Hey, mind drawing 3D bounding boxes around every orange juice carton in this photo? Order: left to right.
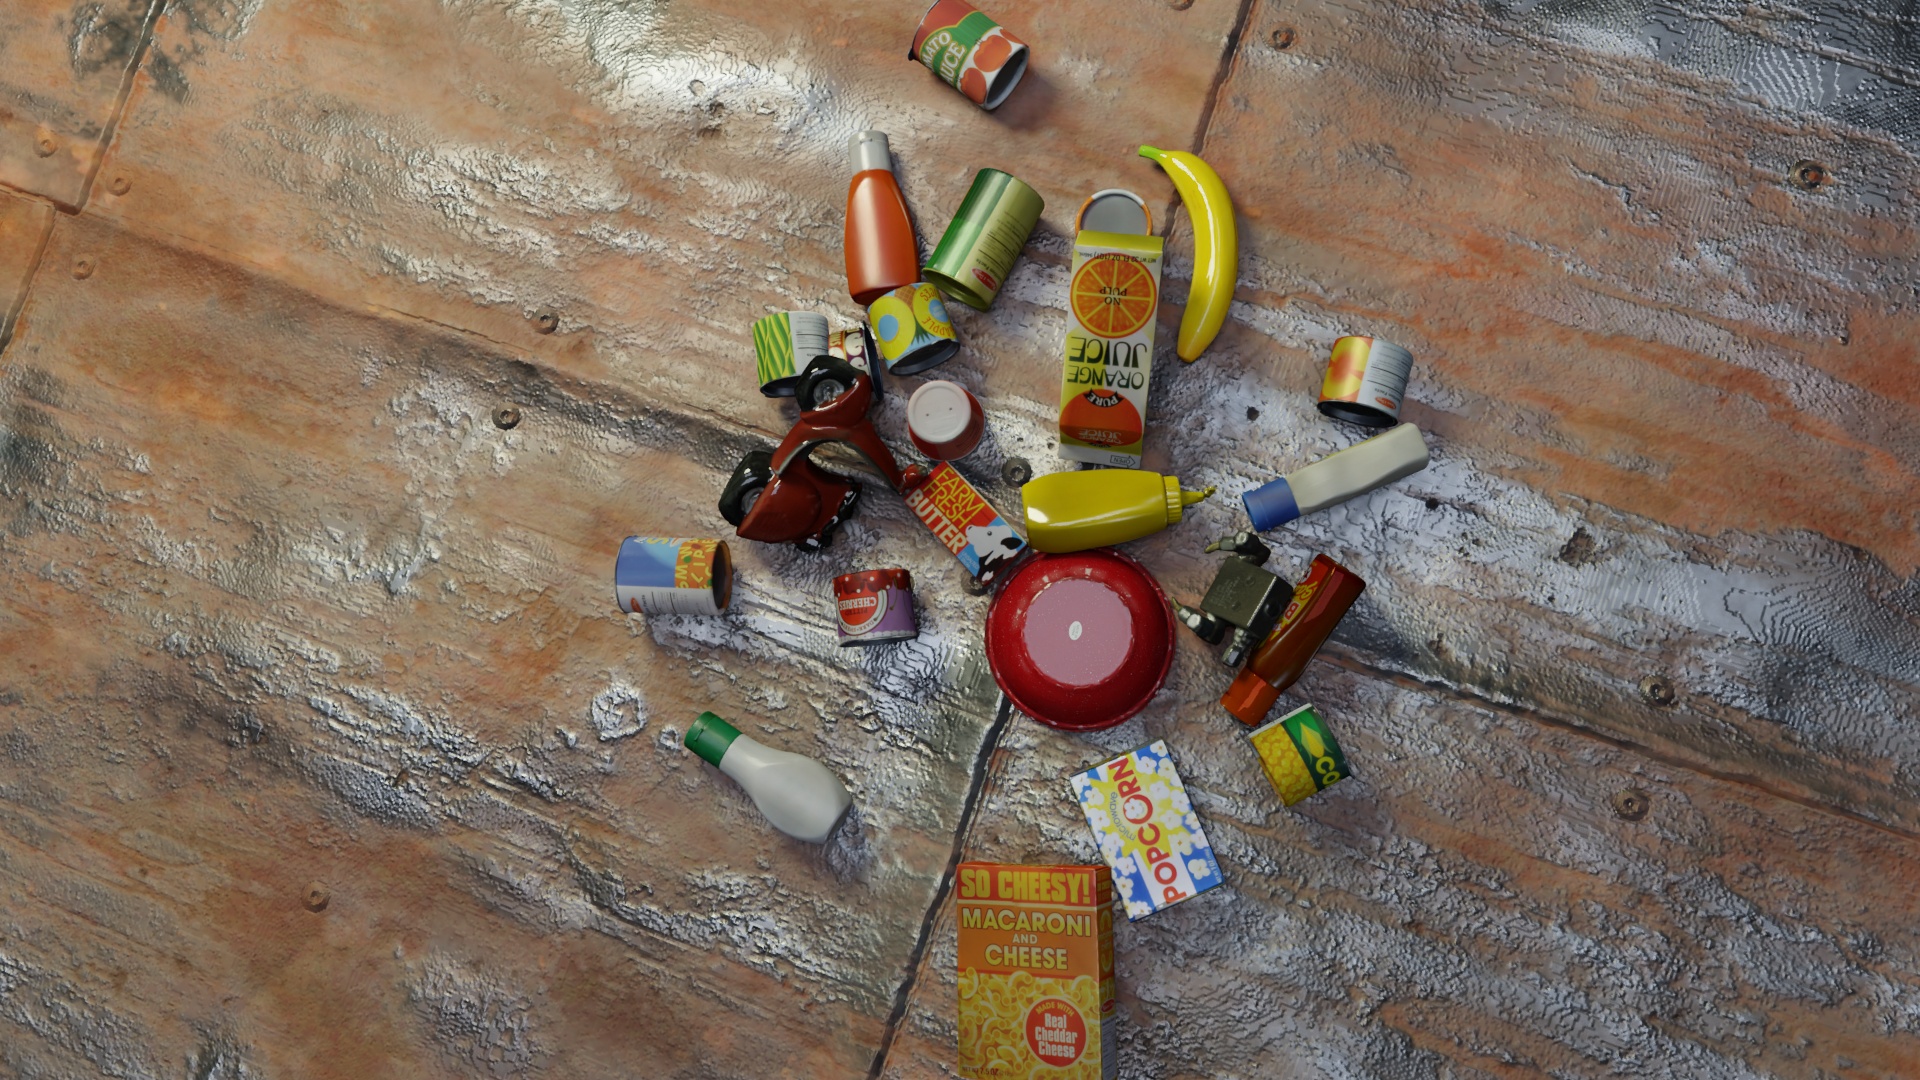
[{"bbox_3d":[0.122,-0.153,1.145,0.072,0.073,0.191,6,113,7],"label":"orange juice carton"}]

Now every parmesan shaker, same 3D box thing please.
[{"bbox_3d":[0.022,-0.258,1.197,0.071,0.071,0.103,28,86,9],"label":"parmesan shaker"}]

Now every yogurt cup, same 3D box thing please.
[{"bbox_3d":[-0.015,-0.104,1.184,0.072,0.054,0.072,-1,83,6],"label":"yogurt cup"}]

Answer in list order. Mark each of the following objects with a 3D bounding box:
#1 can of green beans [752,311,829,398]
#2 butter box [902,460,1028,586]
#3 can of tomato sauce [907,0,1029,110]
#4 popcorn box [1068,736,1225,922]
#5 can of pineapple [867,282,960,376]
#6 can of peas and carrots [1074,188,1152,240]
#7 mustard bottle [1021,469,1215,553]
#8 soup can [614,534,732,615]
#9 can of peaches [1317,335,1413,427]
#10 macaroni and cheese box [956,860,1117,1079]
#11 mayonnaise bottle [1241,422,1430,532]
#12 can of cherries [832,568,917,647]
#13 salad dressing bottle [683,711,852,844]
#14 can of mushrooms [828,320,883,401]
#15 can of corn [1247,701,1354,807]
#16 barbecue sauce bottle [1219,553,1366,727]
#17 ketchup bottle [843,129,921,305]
[{"bbox_3d":[-0.144,-0.160,1.199,0.071,0.071,0.058,-9,81,5],"label":"can of green beans"},{"bbox_3d":[0.004,-0.015,1.185,0.053,0.024,0.103,-44,81,-1],"label":"butter box"},{"bbox_3d":[0.008,-0.427,1.217,0.083,0.071,0.071,38,88,9],"label":"can of tomato sauce"},{"bbox_3d":[0.151,0.234,1.129,0.085,0.038,0.127,-24,81,4],"label":"popcorn box"},{"bbox_3d":[-0.039,-0.181,1.189,0.071,0.071,0.058,-22,81,3],"label":"can of pineapple"},{"bbox_3d":[0.131,-0.257,1.186,0.071,0.058,0.071,-1,83,7],"label":"can of peas and carrots"},{"bbox_3d":[0.133,-0.028,1.156,0.160,0.048,0.065,-6,54,3],"label":"mustard bottle"},{"bbox_3d":[-0.243,0.028,1.185,0.084,0.071,0.071,1,83,6],"label":"soup can"},{"bbox_3d":[0.332,-0.131,1.146,0.071,0.071,0.058,16,85,8],"label":"can of peaches"},{"bbox_3d":[0.059,0.343,1.107,0.123,0.040,0.166,-4,81,25],"label":"macaroni and cheese box"},{"bbox_3d":[0.306,-0.050,1.140,0.148,0.065,0.041,-22,82,6],"label":"mayonnaise bottle"},{"bbox_3d":[-0.073,0.057,1.160,0.071,0.071,0.058,-7,82,5],"label":"can of cherries"},{"bbox_3d":[-0.162,0.196,1.165,0.148,0.044,0.064,31,89,10],"label":"salad dressing bottle"},{"bbox_3d":[-0.090,-0.151,1.191,0.033,0.071,0.071,-11,82,6],"label":"can of mushrooms"},{"bbox_3d":[0.271,0.173,1.109,0.058,0.071,0.071,-28,81,3],"label":"can of corn"},{"bbox_3d":[0.268,0.082,1.127,0.043,0.065,0.148,34,96,-2],"label":"barbecue sauce bottle"},{"bbox_3d":[-0.073,-0.284,1.219,0.065,0.043,0.149,-8,82,4],"label":"ketchup bottle"}]
